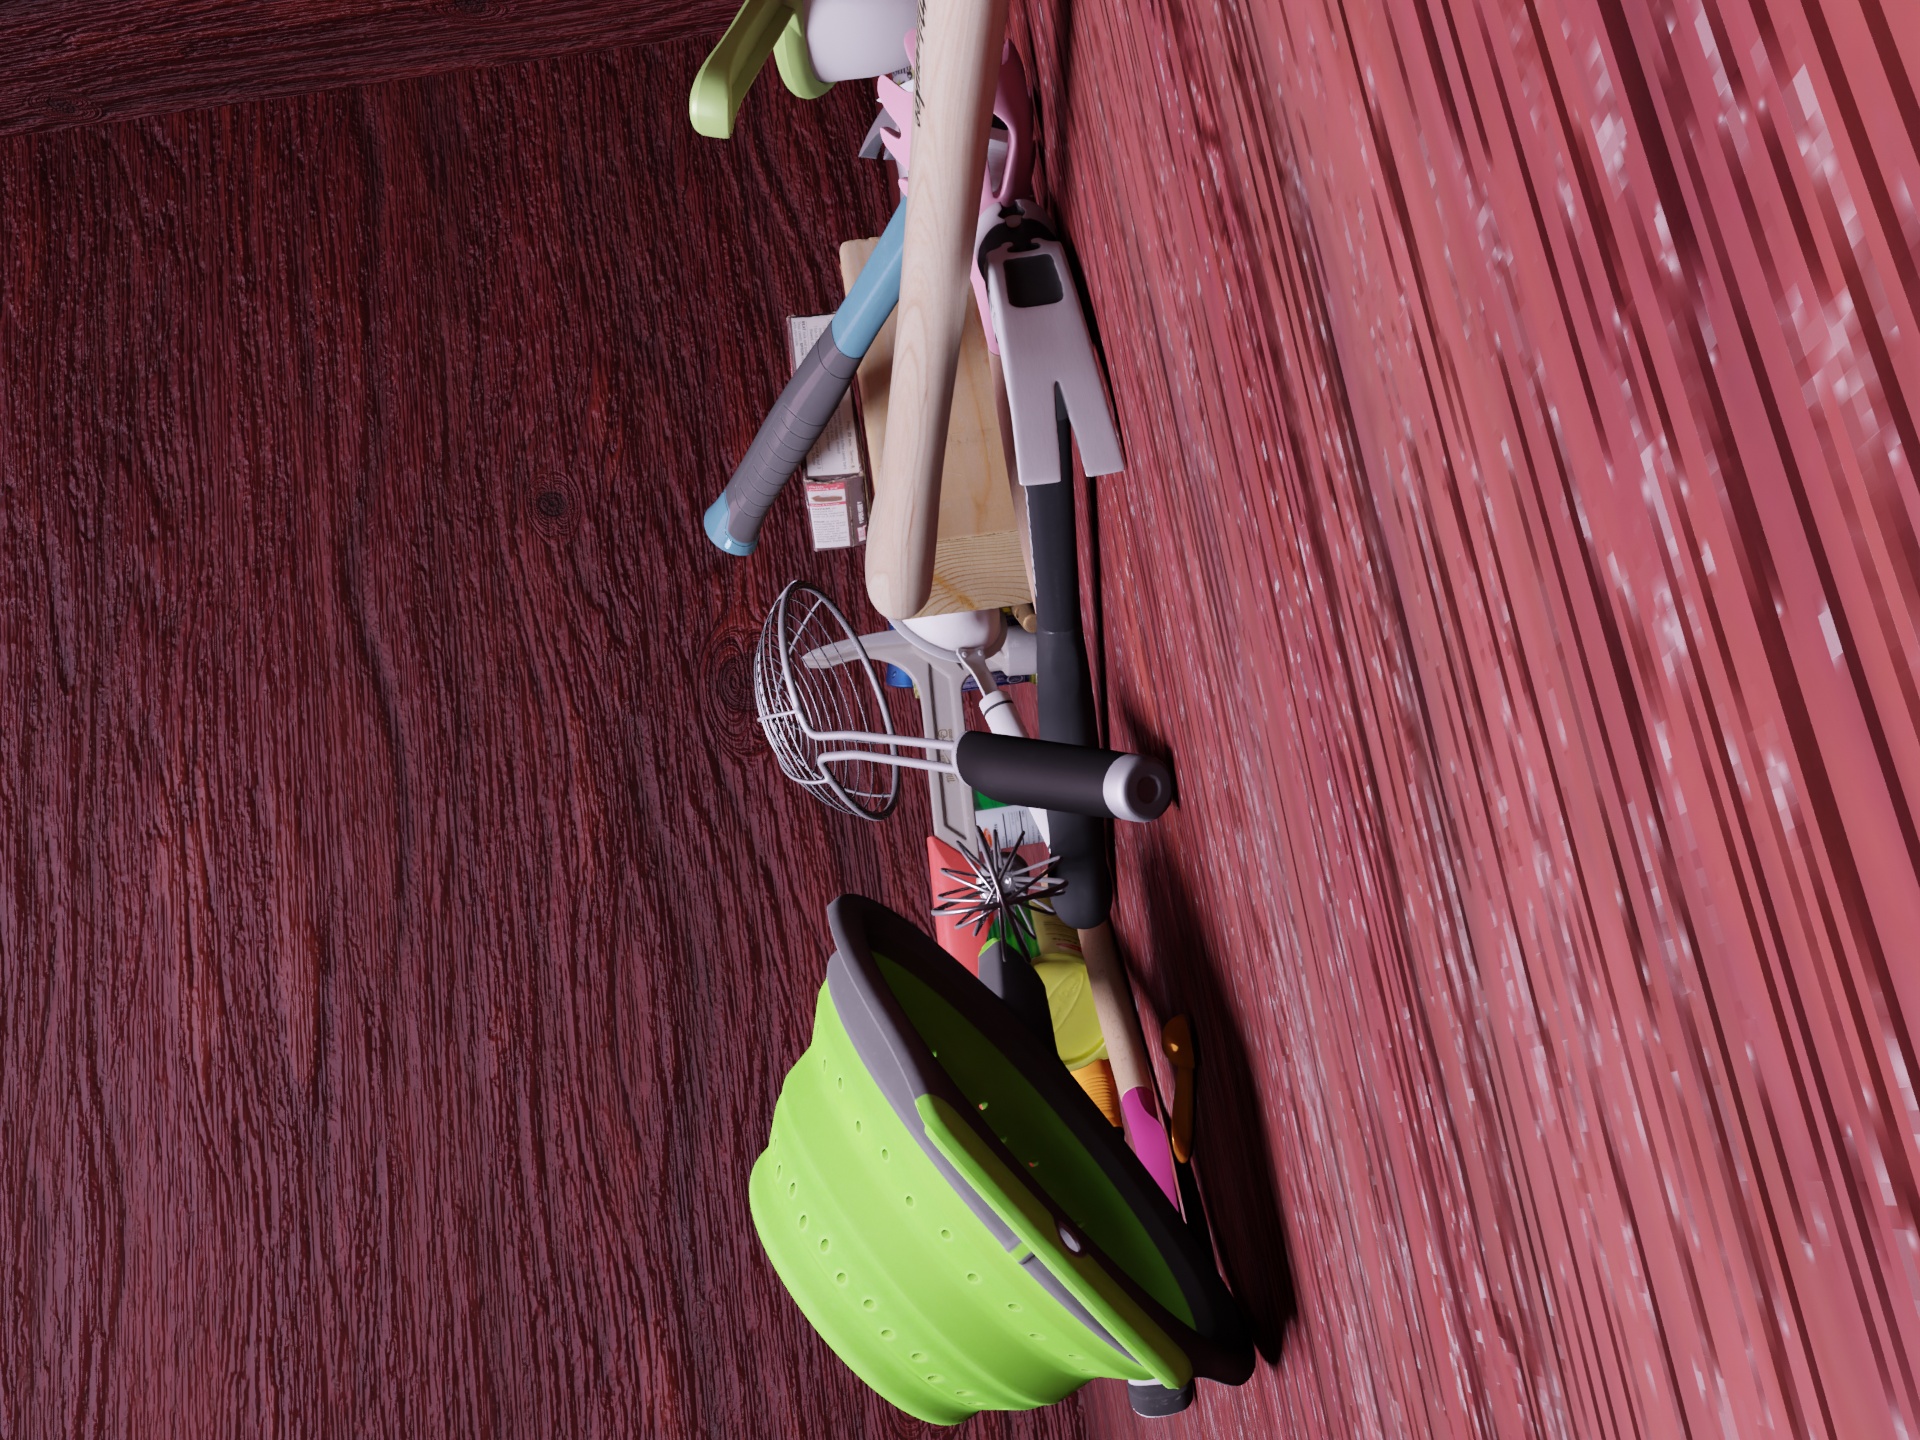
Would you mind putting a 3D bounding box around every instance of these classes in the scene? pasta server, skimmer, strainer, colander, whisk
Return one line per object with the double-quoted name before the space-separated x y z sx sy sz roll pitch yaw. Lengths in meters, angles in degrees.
"pasta server" 0.021 -0.148 0.699 0.315 0.060 0.040 76 176 -50
"skimmer" -0.001 -0.002 0.685 0.363 0.090 0.127 6 123 62
"strainer" 0.020 -0.017 0.936 0.050 0.087 0.259 -50 57 46
"strainer" -0.034 -0.283 0.597 0.151 0.069 0.257 99 -176 -48
"colander" -0.003 0.159 0.618 0.204 0.094 0.397 47 -178 -2
"whisk" 0.020 0.075 0.730 0.246 0.058 0.059 54 -165 -86

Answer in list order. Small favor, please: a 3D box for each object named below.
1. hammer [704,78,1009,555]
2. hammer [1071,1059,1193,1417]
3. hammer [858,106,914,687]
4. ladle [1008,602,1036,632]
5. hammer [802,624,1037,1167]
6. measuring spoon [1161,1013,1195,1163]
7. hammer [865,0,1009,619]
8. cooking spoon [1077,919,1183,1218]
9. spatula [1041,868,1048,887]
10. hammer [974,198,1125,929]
"hammer" -0.062 -0.186 0.810 0.331 0.033 0.128 -46 48 49
"hammer" 0.076 0.210 0.880 0.337 0.034 0.127 -101 2 -67
"hammer" -0.038 -0.227 1.120 0.144 0.035 0.405 -145 54 -71
"ladle" 0.022 -0.130 1.087 0.320 0.062 0.078 -114 34 -60
"hammer" -0.007 0.119 0.967 0.036 0.149 0.359 95 169 -80
"measuring spoon" 0.081 0.143 0.605 0.116 0.011 0.021 81 179 -53
"hammer" -0.009 -0.151 0.569 0.410 0.038 0.146 101 166 -60
"cooking spoon" 0.077 0.158 0.738 0.319 0.017 0.068 -99 -4 -59
"spatula" 0.068 0.212 1.032 0.318 0.044 0.082 -98 -13 -51
"hammer" 0.043 -0.030 0.662 0.146 0.035 0.334 -99 1 -48
